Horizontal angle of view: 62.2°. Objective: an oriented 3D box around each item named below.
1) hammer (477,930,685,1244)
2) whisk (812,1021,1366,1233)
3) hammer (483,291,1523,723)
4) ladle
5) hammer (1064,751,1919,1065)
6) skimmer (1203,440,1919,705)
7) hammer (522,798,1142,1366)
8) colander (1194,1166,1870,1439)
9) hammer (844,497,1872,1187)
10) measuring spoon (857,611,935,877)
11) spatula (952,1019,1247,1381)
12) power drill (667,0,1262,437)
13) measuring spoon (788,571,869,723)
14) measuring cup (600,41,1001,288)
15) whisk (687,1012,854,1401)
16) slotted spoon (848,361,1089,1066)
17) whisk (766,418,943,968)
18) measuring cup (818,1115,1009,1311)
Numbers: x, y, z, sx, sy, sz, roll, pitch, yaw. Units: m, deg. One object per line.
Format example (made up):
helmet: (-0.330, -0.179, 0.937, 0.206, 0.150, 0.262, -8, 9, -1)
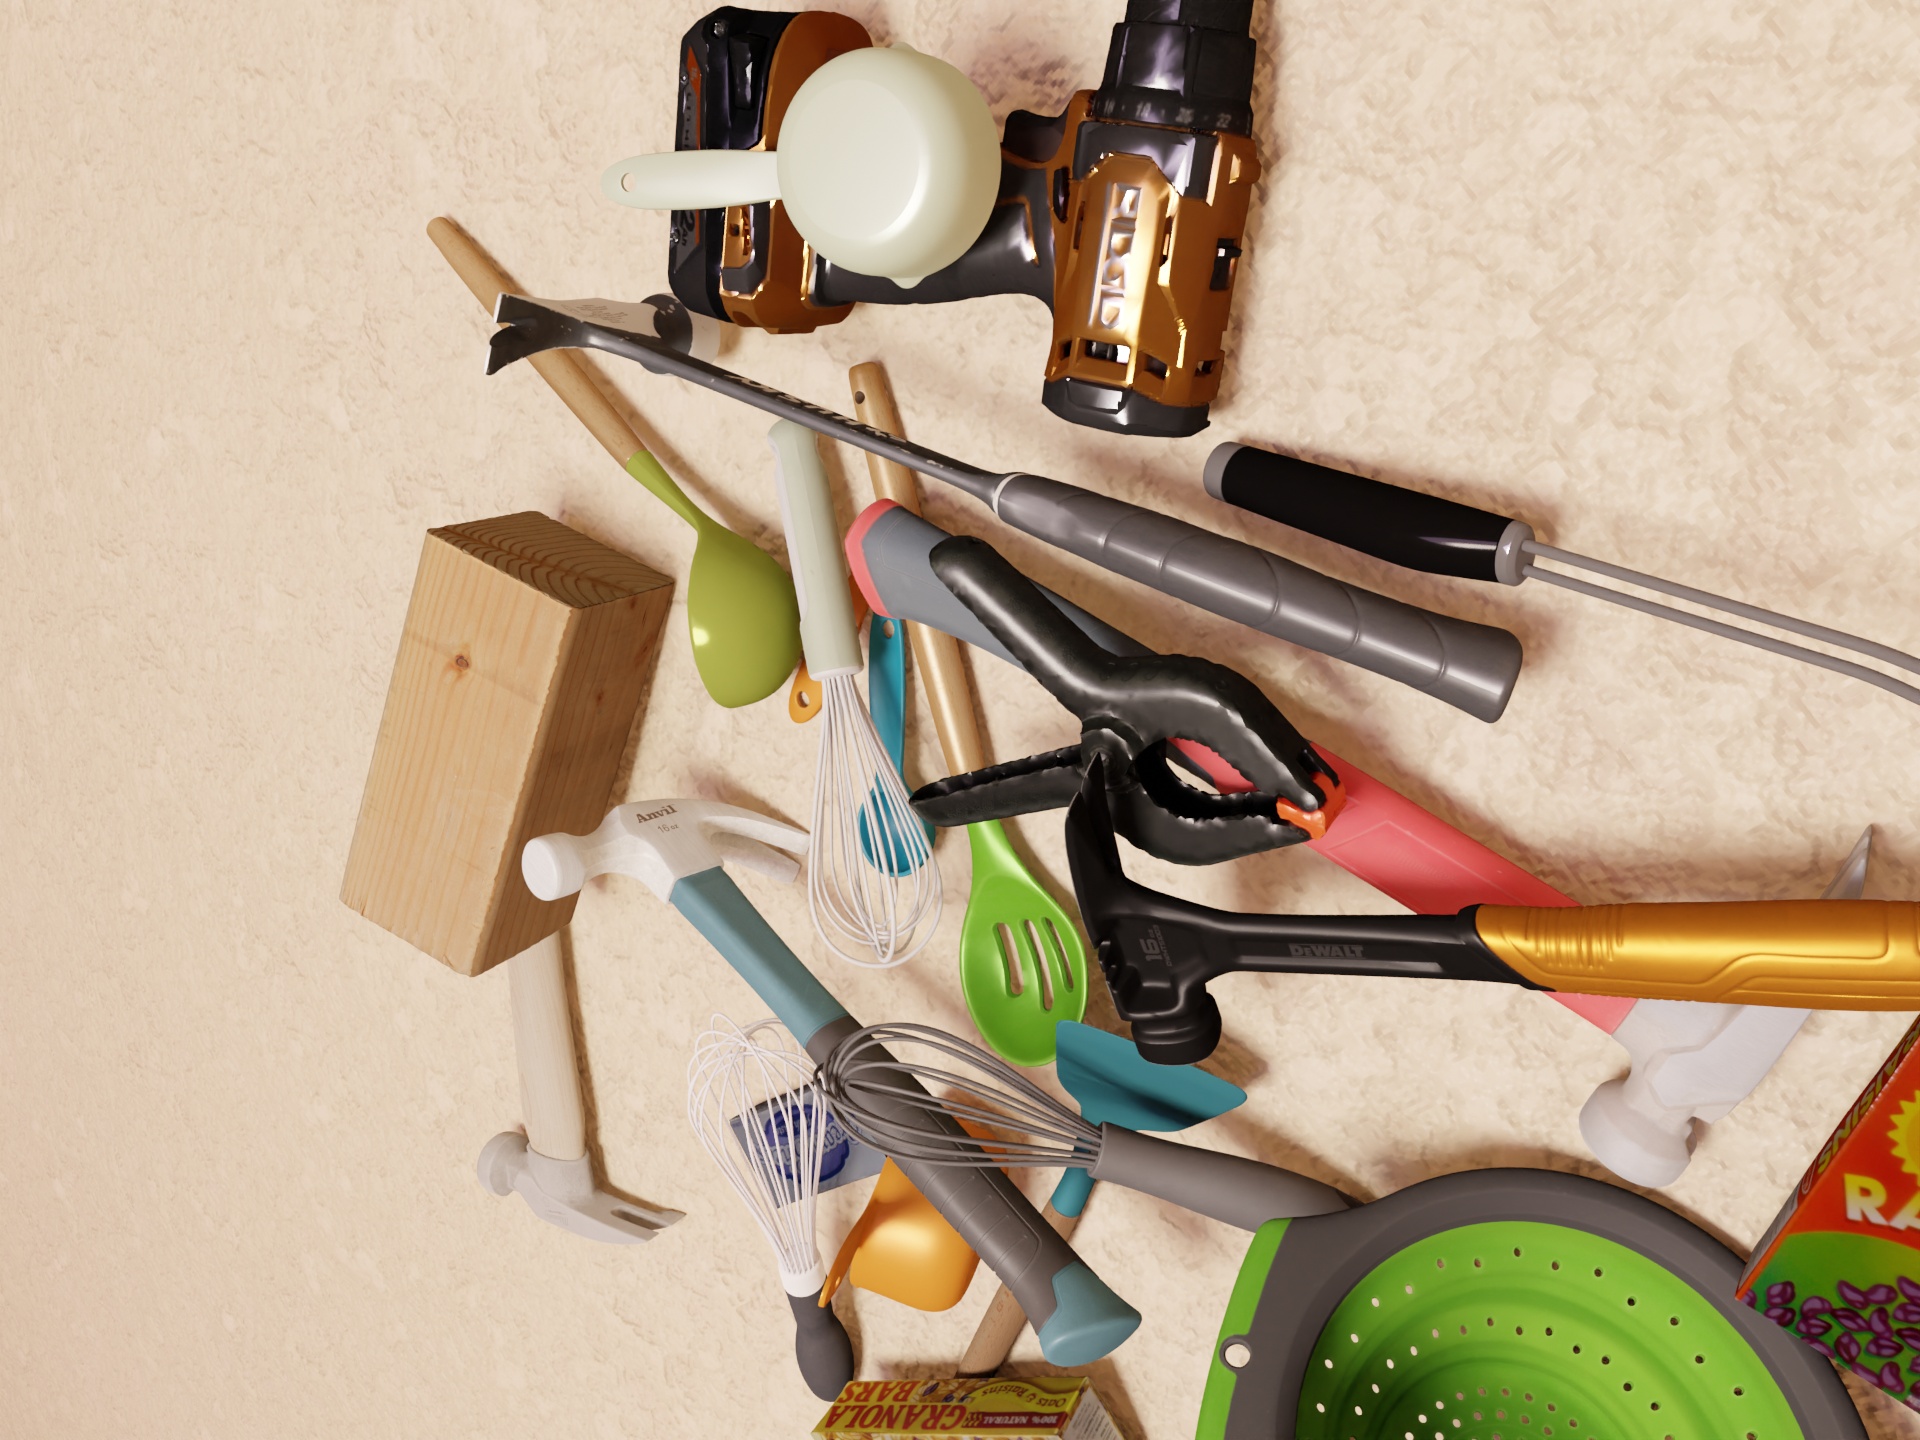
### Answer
hammer: (-0.239, 0.103, 0.902, 0.146, 0.038, 0.410, 8, 109, 33)
whisk: (0.056, 0.173, 0.643, 0.239, 0.055, 0.055, 18, 119, -3)
hammer: (0.006, -0.089, 0.588, 0.409, 0.149, 0.036, 24, 110, 21)
ladle: (-0.179, -0.134, 0.768, 0.062, 0.078, 0.320, -42, 71, 2)
hammer: (0.196, 0.065, 0.496, 0.337, 0.034, 0.127, -2, 126, 29)
skimmer: (0.243, -0.048, 0.492, 0.364, 0.090, 0.127, 26, 140, 40)
hammer: (-0.050, 0.148, 0.700, 0.331, 0.128, 0.033, 43, 127, 26)
colander: (0.278, 0.292, 0.539, 0.397, 0.205, 0.094, 15, 149, 16)
hammer: (0.119, 0.005, 0.588, 0.386, 0.038, 0.143, 33, 121, 20)
measuring spoon: (-0.027, 0.007, 0.728, 0.042, 0.021, 0.128, 4, 98, 38)
spatula: (0.037, 0.248, 0.738, 0.082, 0.044, 0.317, 22, 122, 2)
power drill: (0.004, -0.216, 0.589, 0.226, 0.084, 0.185, 19, 113, 27)
measuring spoon: (-0.058, -0.042, 0.733, 0.021, 0.011, 0.116, 42, 125, 19)
measuring cup: (-0.069, -0.196, 0.566, 0.168, 0.038, 0.083, 6, 106, 24)
whisk: (-0.084, 0.255, 0.794, 0.070, 0.070, 0.284, 17, 131, 32)
slotted spoon: (-0.001, -0.002, 0.695, 0.070, 0.031, 0.314, -11, 96, 38)
whisk: (-0.054, -0.013, 0.698, 0.058, 0.059, 0.246, 154, 106, -80)
measuring cup: (-0.018, 0.229, 0.697, 0.052, 0.173, 0.095, 18, 94, 9)
